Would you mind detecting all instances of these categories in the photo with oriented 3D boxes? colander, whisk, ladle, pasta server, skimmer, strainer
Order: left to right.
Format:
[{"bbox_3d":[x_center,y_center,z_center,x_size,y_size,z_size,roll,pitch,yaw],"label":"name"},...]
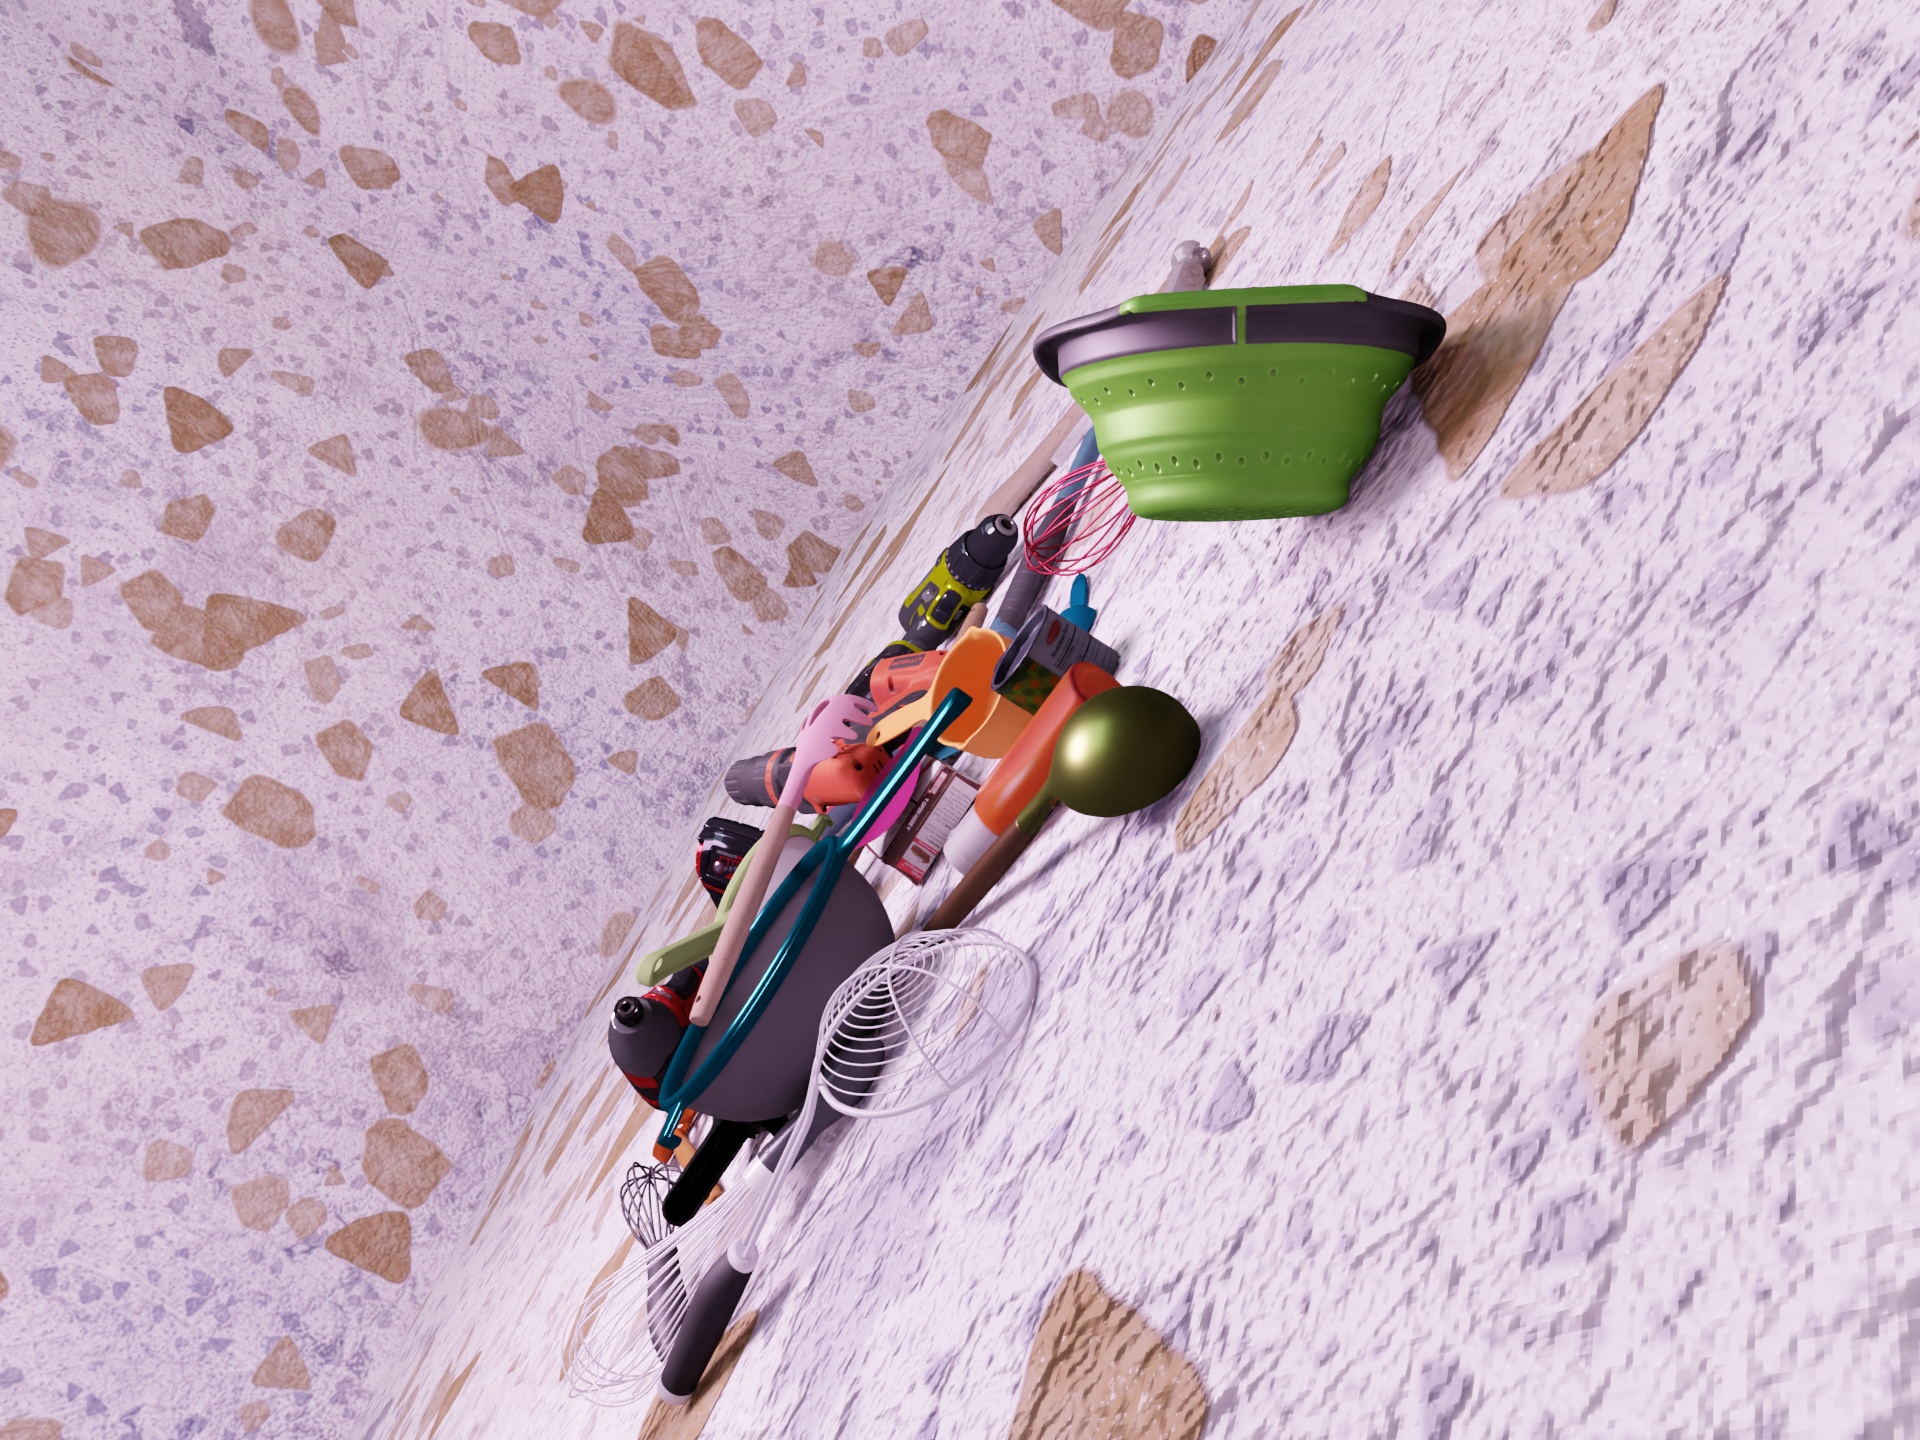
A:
[{"bbox_3d":[-0.208,0.375,1.110,0.055,0.055,0.239,-57,19,4],"label":"whisk"},{"bbox_3d":[-0.143,0.305,0.978,0.284,0.070,0.070,-49,10,-3],"label":"whisk"},{"bbox_3d":[-0.151,0.168,1.219,0.256,0.069,0.151,-18,-57,-66],"label":"strainer"},{"bbox_3d":[-0.127,0.089,1.139,0.060,0.040,0.316,-32,28,40],"label":"pasta server"},{"bbox_3d":[-0.073,0.264,0.886,0.127,0.090,0.363,-94,27,-63],"label":"skimmer"},{"bbox_3d":[-0.069,0.137,1.054,0.340,0.095,0.211,-54,9,8],"label":"strainer"},{"bbox_3d":[0.040,0.076,0.910,0.078,0.062,0.320,-63,5,-36],"label":"ladle"},{"bbox_3d":[0.138,-0.189,1.160,0.296,0.073,0.073,-37,23,46],"label":"whisk"},{"bbox_3d":[0.151,-0.155,0.886,0.397,0.204,0.094,-23,-68,-81],"label":"colander"}]

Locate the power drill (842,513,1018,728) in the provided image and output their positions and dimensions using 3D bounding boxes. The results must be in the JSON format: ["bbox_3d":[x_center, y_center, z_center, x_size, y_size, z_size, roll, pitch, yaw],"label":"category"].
[{"bbox_3d":[-0.026,-0.091,1.567,0.190,0.080,0.229,-46,13,50],"label":"power drill"}]

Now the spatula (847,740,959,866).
[{"bbox_3d":[-0.089,0.127,1.374,0.317,0.044,0.082,-60,10,16],"label":"spatula"}]

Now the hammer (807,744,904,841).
[{"bbox_3d":[-0.131,0.110,1.566,0.386,0.038,0.143,-44,18,52],"label":"hammer"}]

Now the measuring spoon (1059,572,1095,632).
[{"bbox_3d":[0.082,-0.088,1.203,0.042,0.021,0.129,-53,13,24],"label":"measuring spoon"}]

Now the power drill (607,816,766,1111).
[{"bbox_3d":[-0.210,0.196,1.292,0.143,0.078,0.220,76,-145,-53],"label":"power drill"}]

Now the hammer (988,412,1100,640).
[{"bbox_3d":[0.087,-0.181,1.418,0.128,0.033,0.331,-40,20,56],"label":"hammer"}]

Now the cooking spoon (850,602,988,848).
[{"bbox_3d":[-0.024,-0.005,1.258,0.069,0.017,0.319,-31,22,34],"label":"cooking spoon"}]

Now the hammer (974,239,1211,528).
[{"bbox_3d":[0.119,-0.309,1.635,0.410,0.038,0.146,-46,17,48],"label":"hammer"}]

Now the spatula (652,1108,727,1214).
[{"bbox_3d":[-0.215,0.355,1.292,0.081,0.041,0.322,-61,15,-10],"label":"spatula"}]

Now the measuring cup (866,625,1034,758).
[{"bbox_3d":[-0.002,-0.004,1.160,0.173,0.052,0.095,-26,51,48],"label":"measuring cup"}]
